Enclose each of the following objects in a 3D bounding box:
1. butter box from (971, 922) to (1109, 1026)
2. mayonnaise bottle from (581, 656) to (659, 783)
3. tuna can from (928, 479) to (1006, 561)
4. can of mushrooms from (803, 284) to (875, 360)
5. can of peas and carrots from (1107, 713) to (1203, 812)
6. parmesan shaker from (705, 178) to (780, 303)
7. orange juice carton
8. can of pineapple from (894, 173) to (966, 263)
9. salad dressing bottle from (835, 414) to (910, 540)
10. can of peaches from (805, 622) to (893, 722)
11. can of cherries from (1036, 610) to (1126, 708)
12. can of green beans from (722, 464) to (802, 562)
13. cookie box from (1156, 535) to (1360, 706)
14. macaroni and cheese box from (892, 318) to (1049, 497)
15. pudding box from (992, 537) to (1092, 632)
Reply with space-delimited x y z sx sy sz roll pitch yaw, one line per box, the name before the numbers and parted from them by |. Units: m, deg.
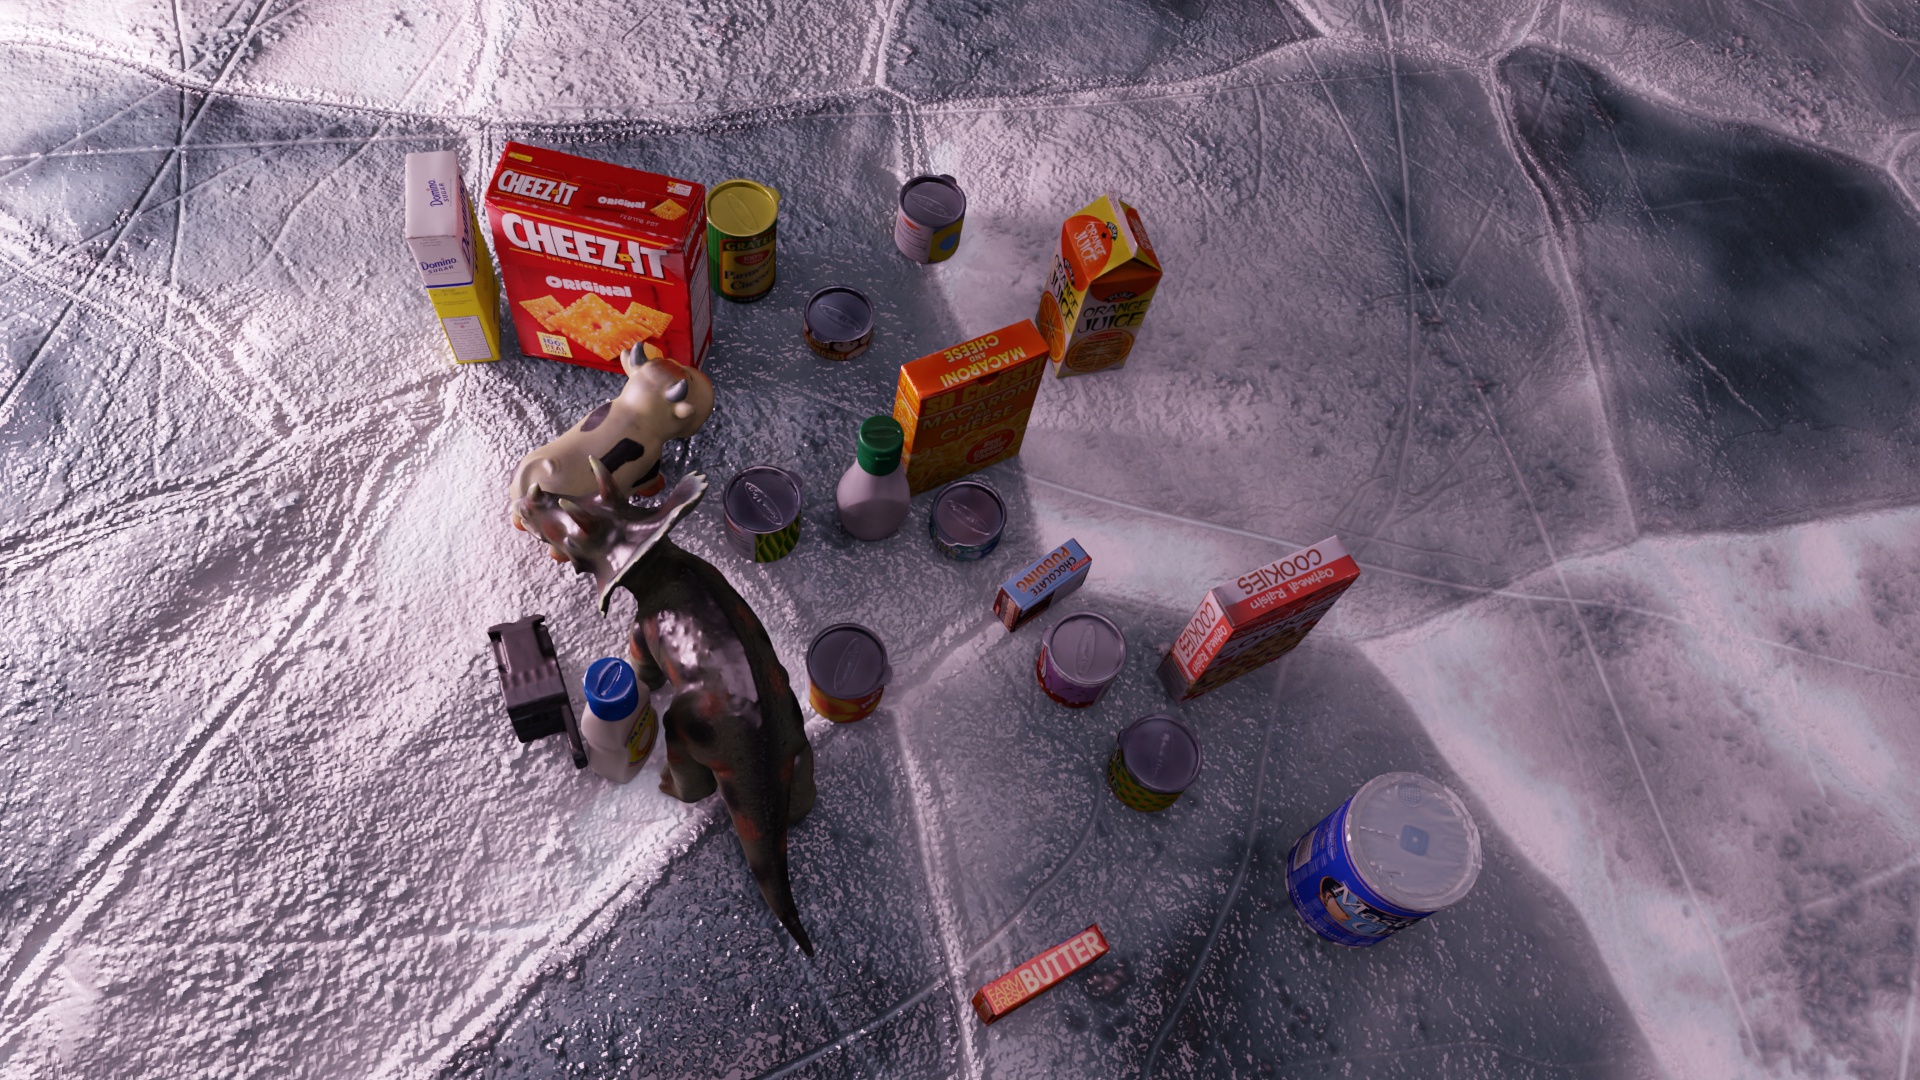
butter box | 0.060 0.325 1.039 0.104 0.053 0.024 -24 69 -19
mayonnaise bottle | -0.256 0.132 1.040 0.041 0.147 0.065 22 62 4
tuna can | 0.004 -0.015 1.222 0.071 0.032 0.071 4 62 -7
can of mushrooms | -0.115 -0.203 1.303 0.071 0.033 0.071 4 62 -7
can of peas and carrots | 0.155 0.180 1.126 0.071 0.058 0.071 4 62 -7
parmesan shaker | -0.201 -0.277 1.290 0.071 0.102 0.071 3 62 -7
orange juice carton | 0.127 -0.234 1.265 0.073 0.191 0.072 -11 65 -14
can of pineapple | -0.029 -0.315 1.362 0.071 0.057 0.071 4 62 -7
salad dressing bottle | -0.071 -0.052 1.165 0.064 0.147 0.044 -3 63 -10
can of peaches | -0.091 0.109 1.128 0.071 0.057 0.071 4 62 -7
can of cherries | 0.098 0.099 1.161 0.071 0.058 0.072 4 62 -7
can of green beans | -0.169 -0.022 1.186 0.071 0.057 0.071 4 62 -7
cookie box | 0.241 0.069 1.136 0.123 0.166 0.040 -22 68 -18
macaroni and cheese box | 0.004 -0.109 1.196 0.124 0.165 0.040 -23 68 -19
pudding box | 0.071 0.039 1.194 0.084 0.049 0.030 -33 72 -22
